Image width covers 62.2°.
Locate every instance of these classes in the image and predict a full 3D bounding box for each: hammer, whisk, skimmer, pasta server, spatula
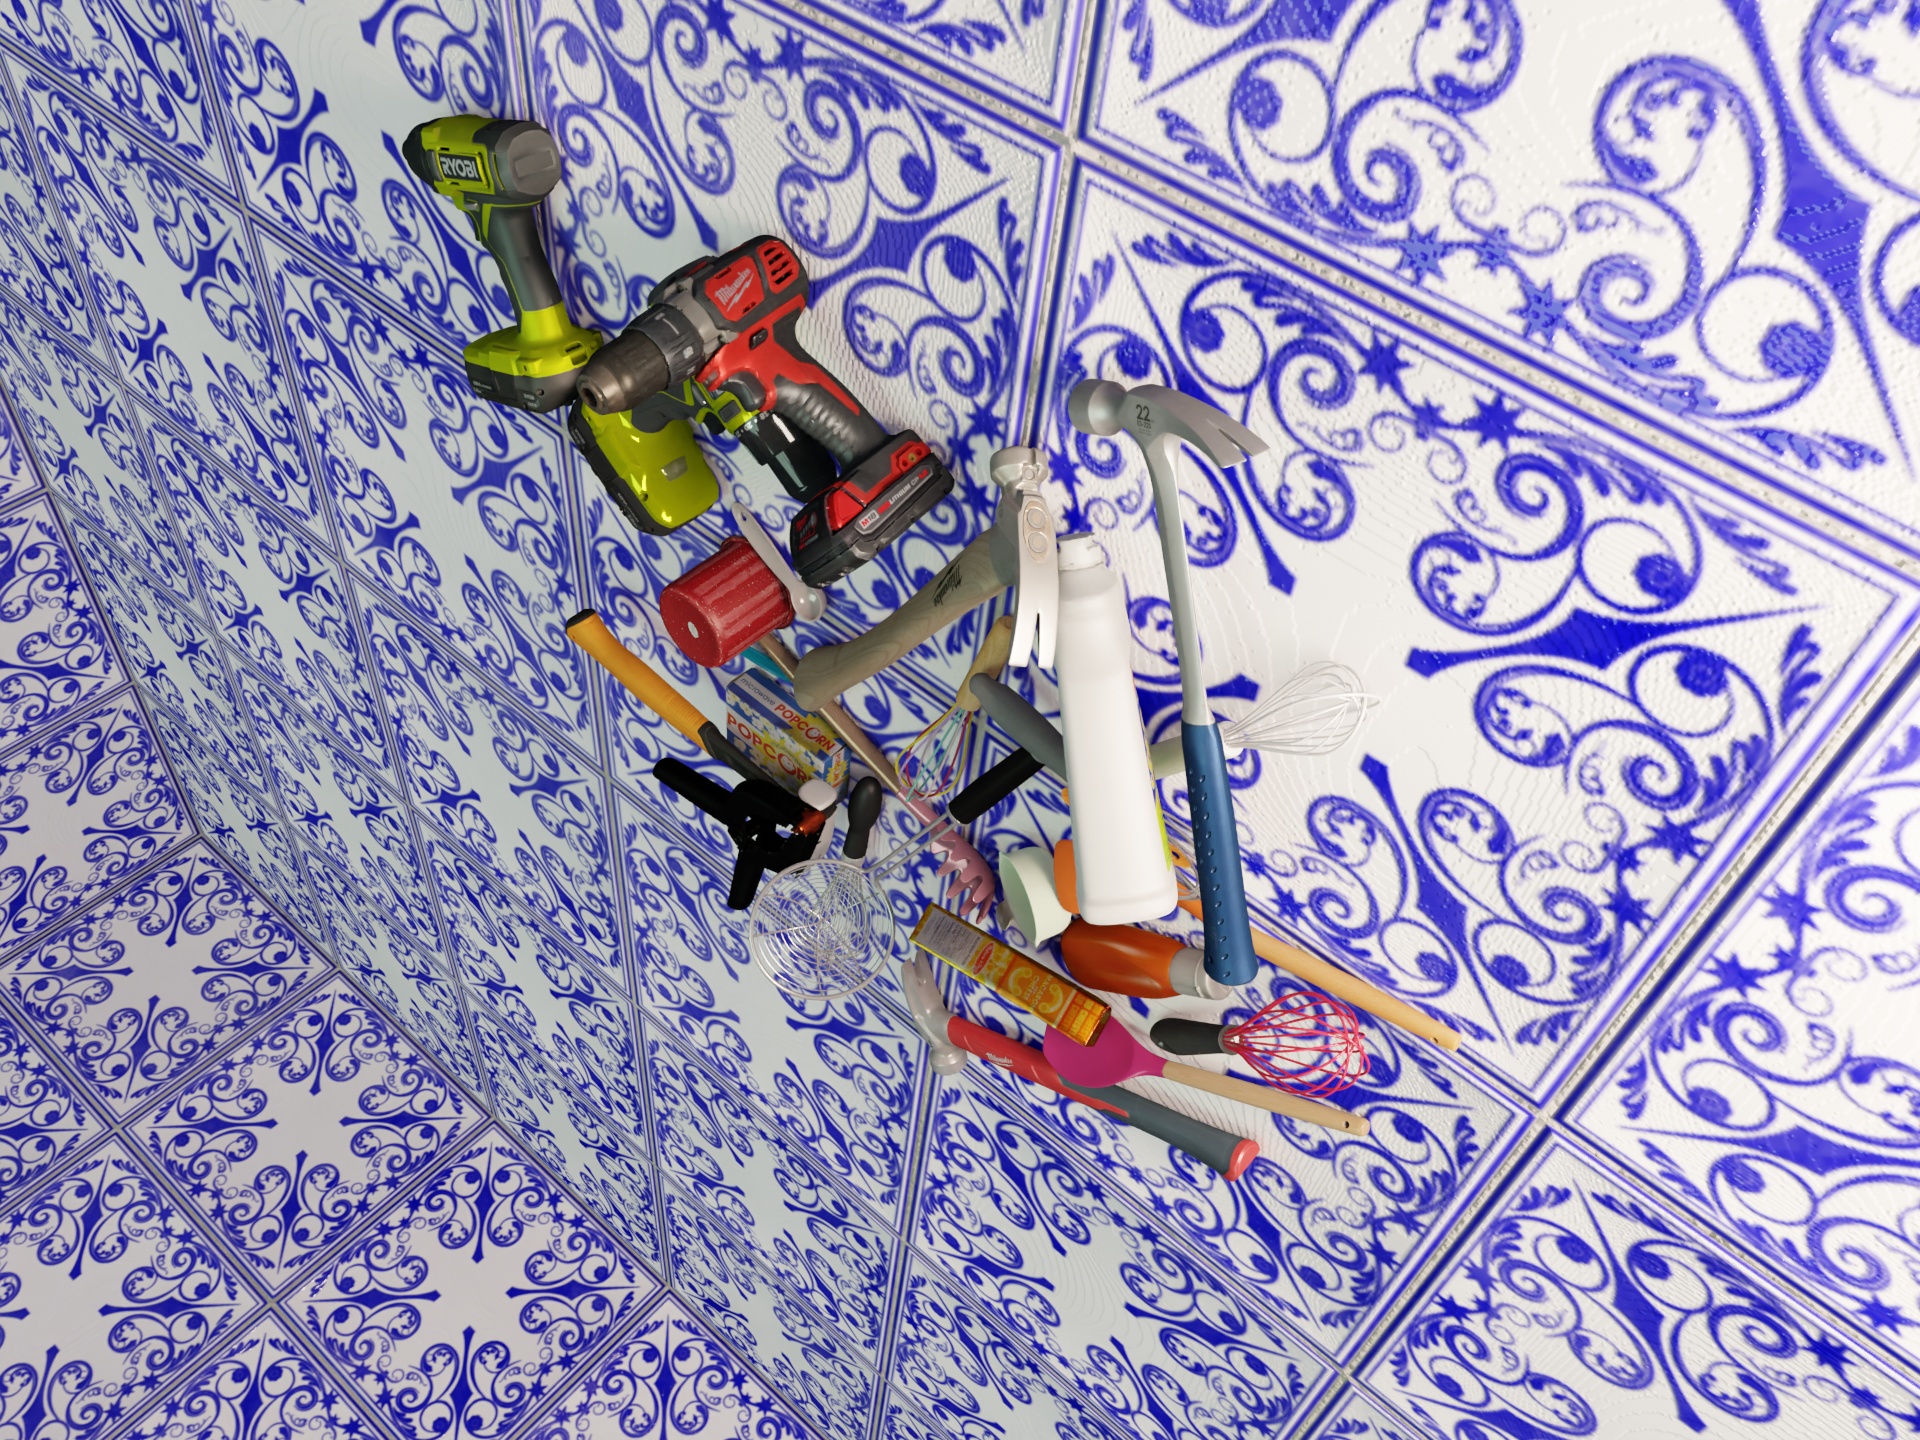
[{"bbox_3d":[0.098,0.318,1.445,0.386,0.038,0.143,14,131,42],"label":"hammer"},{"bbox_3d":[0.214,0.241,1.193,0.073,0.073,0.296,53,159,-4],"label":"whisk"},{"bbox_3d":[-0.004,-0.005,1.249,0.047,0.051,0.244,48,144,14],"label":"whisk"},{"bbox_3d":[0.150,-0.009,0.994,0.144,0.035,0.405,26,134,53],"label":"hammer"},{"bbox_3d":[-0.047,0.121,1.306,0.127,0.090,0.363,42,133,-9],"label":"skimmer"},{"bbox_3d":[-0.075,0.045,1.384,0.316,0.040,0.060,48,158,6],"label":"pasta server"},{"bbox_3d":[0.095,0.048,1.161,0.239,0.055,0.055,42,146,6],"label":"whisk"},{"bbox_3d":[-0.040,-0.061,1.189,0.410,0.038,0.146,-28,61,60],"label":"hammer"},{"bbox_3d":[0.182,0.010,1.044,0.246,0.059,0.058,-23,67,60],"label":"whisk"},{"bbox_3d":[0.209,0.167,1.163,0.323,0.041,0.081,25,140,32],"label":"spatula"},{"bbox_3d":[-0.107,0.147,1.510,0.070,0.070,0.284,37,139,20],"label":"whisk"},{"bbox_3d":[-0.247,0.009,1.485,0.337,0.034,0.127,39,146,17],"label":"hammer"}]

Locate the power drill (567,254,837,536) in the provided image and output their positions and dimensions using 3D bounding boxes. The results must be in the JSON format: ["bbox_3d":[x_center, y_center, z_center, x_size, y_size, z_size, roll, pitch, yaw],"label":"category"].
[{"bbox_3d":[-0.198,-0.227,1.231,0.228,0.080,0.190,-20,106,53],"label":"power drill"}]

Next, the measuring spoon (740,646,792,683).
[{"bbox_3d":[-0.192,-0.071,1.434,0.129,0.021,0.042,31,150,12],"label":"measuring spoon"}]

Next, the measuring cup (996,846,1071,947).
[{"bbox_3d":[0.058,0.152,1.337,0.167,0.038,0.083,112,138,-73],"label":"measuring cup"}]

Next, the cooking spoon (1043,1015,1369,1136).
[{"bbox_3d":[0.193,0.296,1.317,0.319,0.017,0.069,7,84,43],"label":"cooking spoon"}]

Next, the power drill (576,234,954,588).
[{"bbox_3d":[-0.132,-0.201,1.081,0.226,0.188,0.080,52,148,-10],"label":"power drill"}]

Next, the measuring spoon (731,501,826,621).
[{"bbox_3d":[-0.149,-0.135,1.321,0.124,0.018,0.034,52,137,9],"label":"measuring spoon"}]

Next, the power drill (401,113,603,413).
[{"bbox_3d":[-0.374,-0.376,1.297,0.171,0.080,0.223,20,132,37],"label":"power drill"}]

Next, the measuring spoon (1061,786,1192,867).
[{"bbox_3d":[0.127,0.079,1.207,0.117,0.011,0.021,29,142,23],"label":"measuring spoon"}]
